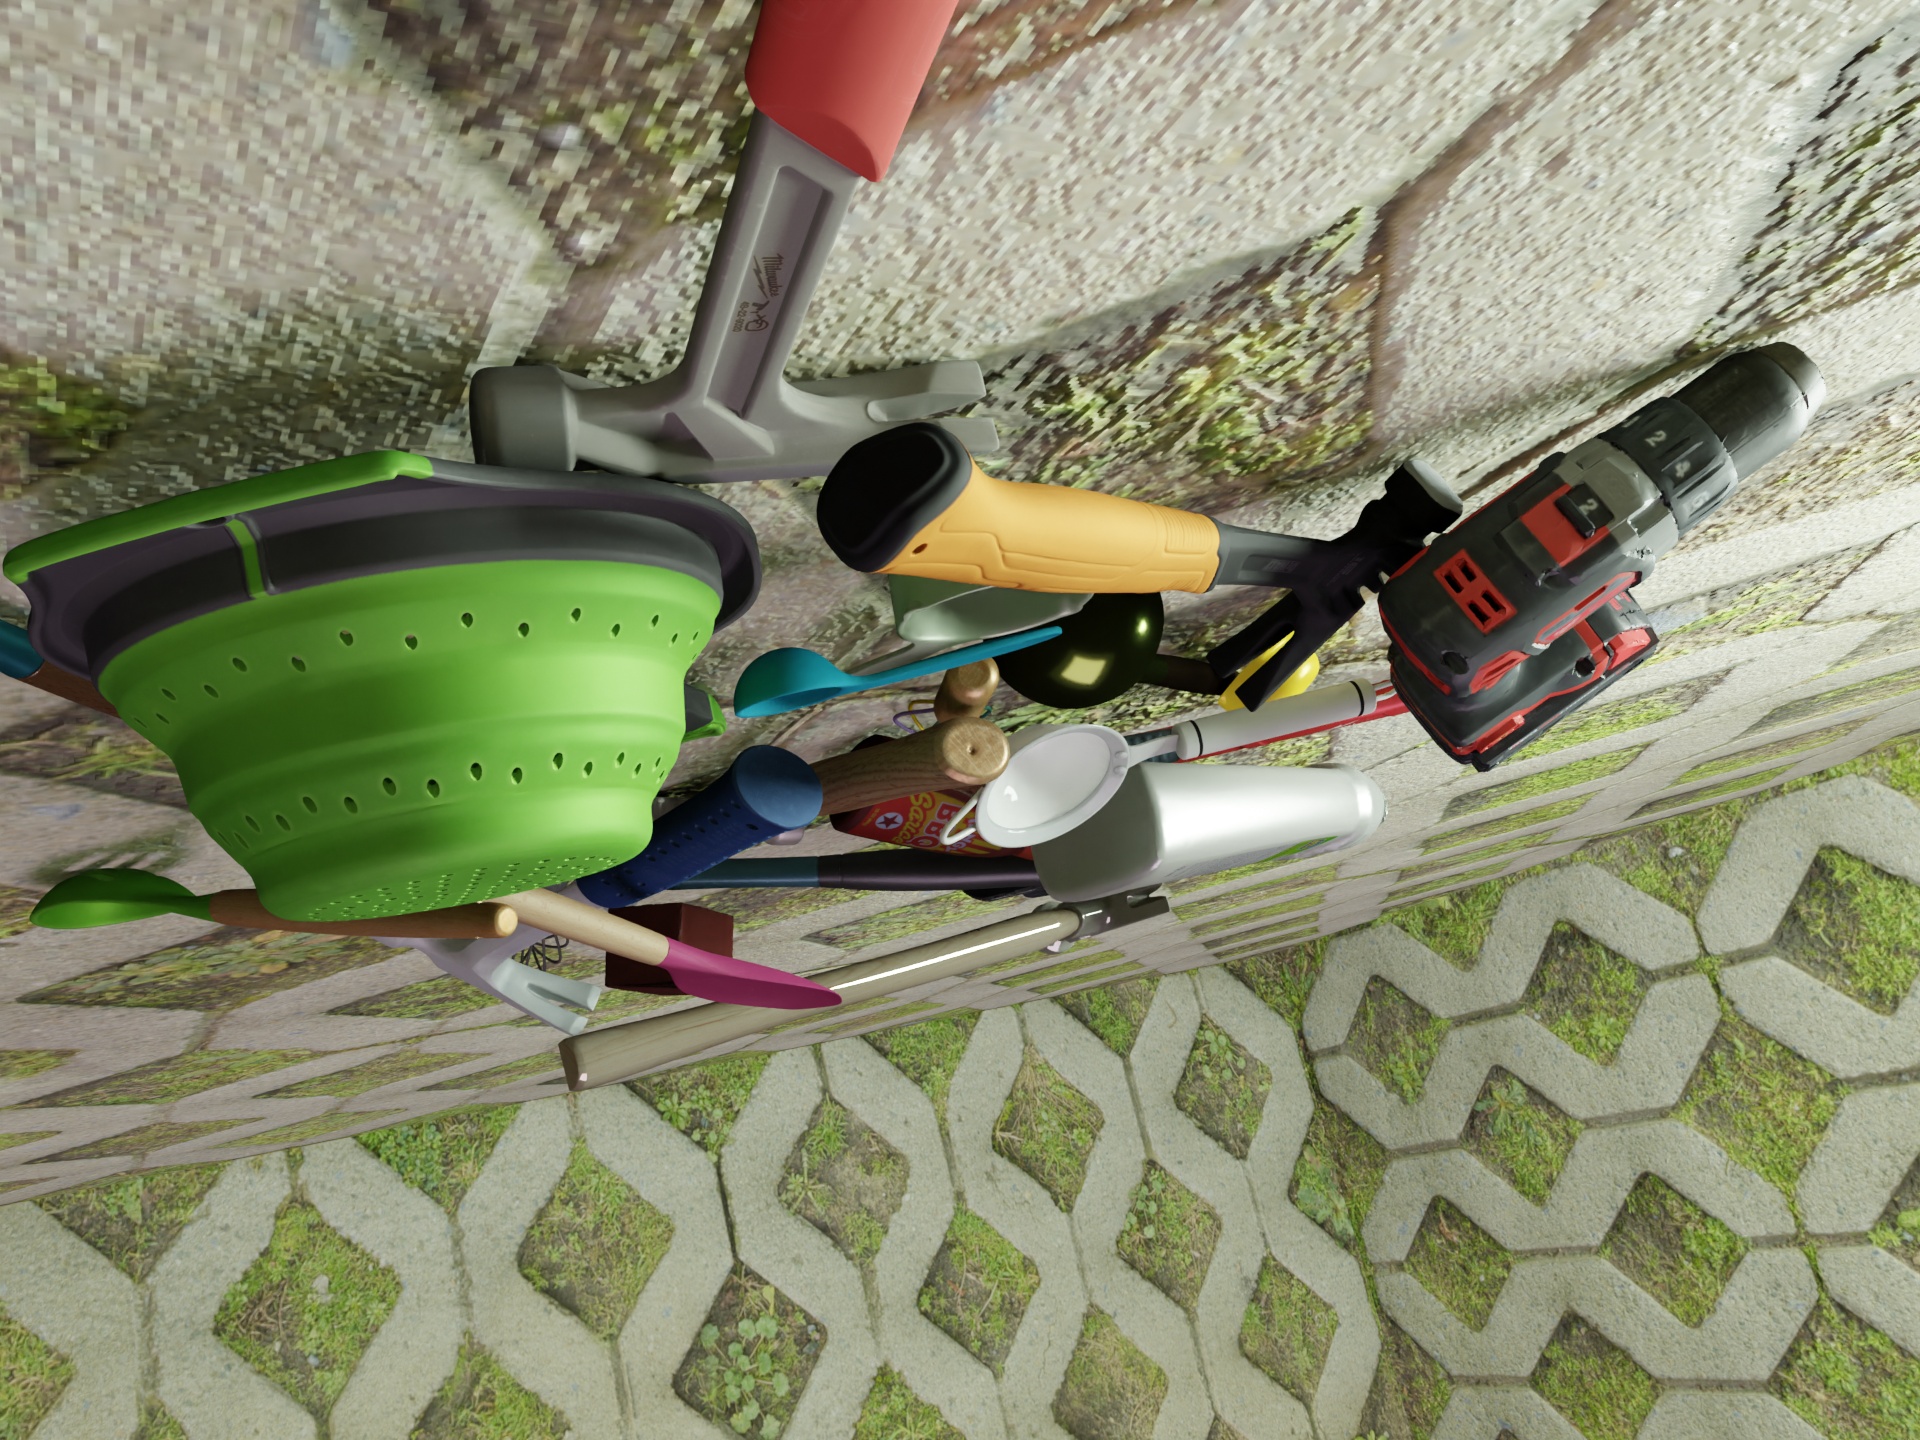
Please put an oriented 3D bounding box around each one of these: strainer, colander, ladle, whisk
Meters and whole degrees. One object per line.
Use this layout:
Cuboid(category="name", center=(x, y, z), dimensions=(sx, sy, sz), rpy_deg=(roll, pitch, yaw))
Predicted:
Cuboid(category="strainer", center=(0.106, 0.011, 0.806), dimensions=(0.258, 0.050, 0.086), rpy_deg=(-13, 141, -11))
Cuboid(category="colander", center=(-0.142, 0.014, 0.550), dimensions=(0.204, 0.094, 0.397), rpy_deg=(-13, 172, 6))
Cuboid(category="ladle", center=(0.097, -0.035, 0.790), dimensions=(0.078, 0.062, 0.320), rpy_deg=(-32, 167, 19))
Cuboid(category="whisk", center=(0.001, -0.001, 0.743), dimensions=(0.051, 0.047, 0.245), rpy_deg=(-17, 174, -6))
Cuboid(category="whisk", center=(-0.264, 0.113, 0.990), dimensions=(0.055, 0.055, 0.239), rpy_deg=(-8, 160, -22))

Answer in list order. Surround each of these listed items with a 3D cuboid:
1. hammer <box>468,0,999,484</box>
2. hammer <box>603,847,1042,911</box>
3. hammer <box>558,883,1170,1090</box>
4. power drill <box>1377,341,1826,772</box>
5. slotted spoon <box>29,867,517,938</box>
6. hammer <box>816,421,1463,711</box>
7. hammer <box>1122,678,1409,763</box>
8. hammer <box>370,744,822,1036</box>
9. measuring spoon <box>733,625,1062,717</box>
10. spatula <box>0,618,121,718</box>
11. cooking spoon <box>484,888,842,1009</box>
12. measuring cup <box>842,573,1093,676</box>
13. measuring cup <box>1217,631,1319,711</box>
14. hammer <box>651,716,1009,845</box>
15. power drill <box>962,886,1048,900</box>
Cuboid(category="hammer", center=(-0.010, -0.134, 0.296), dimensions=(0.149, 0.037, 0.359), rpy_deg=(-8, 165, -21))
Cuboid(category="hammer", center=(-0.074, 0.094, 0.988), dimensions=(0.331, 0.033, 0.128), rpy_deg=(-1, 165, -1))
Cuboid(category="hammer", center=(-0.053, 0.164, 1.022), dimensions=(0.410, 0.038, 0.146), rpy_deg=(-11, 168, -33))
Cuboid(category="power drill", center=(0.273, -0.067, 0.703), dimensions=(0.188, 0.080, 0.226), rpy_deg=(-37, 162, 5))
Cuboid(category="slotted spoon", center=(-0.309, 0.083, 0.706), dimensions=(0.314, 0.031, 0.070), rpy_deg=(-2, 174, 32))
Cuboid(category="hammer", center=(0.067, -0.054, 0.552), dimensions=(0.127, 0.034, 0.336), rpy_deg=(-47, 155, 27))
Cuboid(category="hammer", center=(0.143, 0.013, 0.985), dimensions=(0.386, 0.038, 0.143), rpy_deg=(-12, 177, 2))
Cuboid(category="hammer", center=(-0.183, 0.090, 0.813), dimensions=(0.144, 0.035, 0.405), rpy_deg=(34, 146, -21))
Cuboid(category="measuring spoon", center=(-0.024, -0.026, 0.594), dimensions=(0.128, 0.021, 0.042), rpy_deg=(-14, 174, -14))
Cuboid(category="spatula", center=(-0.282, -0.006, 0.515), dimensions=(0.082, 0.044, 0.317), rpy_deg=(-41, 167, -3))
Cuboid(category="cooking spoon", center=(-0.158, 0.101, 0.744), dimensions=(0.069, 0.017, 0.318), rpy_deg=(-11, 155, 28))
Cuboid(category="measuring cup", center=(-0.016, -0.046, 0.634), dimensions=(0.083, 0.038, 0.167), rpy_deg=(-4, 168, -37))
Cuboid(category="measuring cup", center=(0.177, -0.039, 0.819), dimensions=(0.062, 0.029, 0.156), rpy_deg=(-39, 169, -21))
Cuboid(category="hammer", center=(-0.079, 0.035, 0.772), dimensions=(0.130, 0.031, 0.331), rpy_deg=(1, 171, -30))
Cuboid(category="power drill", center=(0.070, 0.086, 1.137), dimensions=(0.190, 0.080, 0.228), rpy_deg=(-17, 168, 13))
